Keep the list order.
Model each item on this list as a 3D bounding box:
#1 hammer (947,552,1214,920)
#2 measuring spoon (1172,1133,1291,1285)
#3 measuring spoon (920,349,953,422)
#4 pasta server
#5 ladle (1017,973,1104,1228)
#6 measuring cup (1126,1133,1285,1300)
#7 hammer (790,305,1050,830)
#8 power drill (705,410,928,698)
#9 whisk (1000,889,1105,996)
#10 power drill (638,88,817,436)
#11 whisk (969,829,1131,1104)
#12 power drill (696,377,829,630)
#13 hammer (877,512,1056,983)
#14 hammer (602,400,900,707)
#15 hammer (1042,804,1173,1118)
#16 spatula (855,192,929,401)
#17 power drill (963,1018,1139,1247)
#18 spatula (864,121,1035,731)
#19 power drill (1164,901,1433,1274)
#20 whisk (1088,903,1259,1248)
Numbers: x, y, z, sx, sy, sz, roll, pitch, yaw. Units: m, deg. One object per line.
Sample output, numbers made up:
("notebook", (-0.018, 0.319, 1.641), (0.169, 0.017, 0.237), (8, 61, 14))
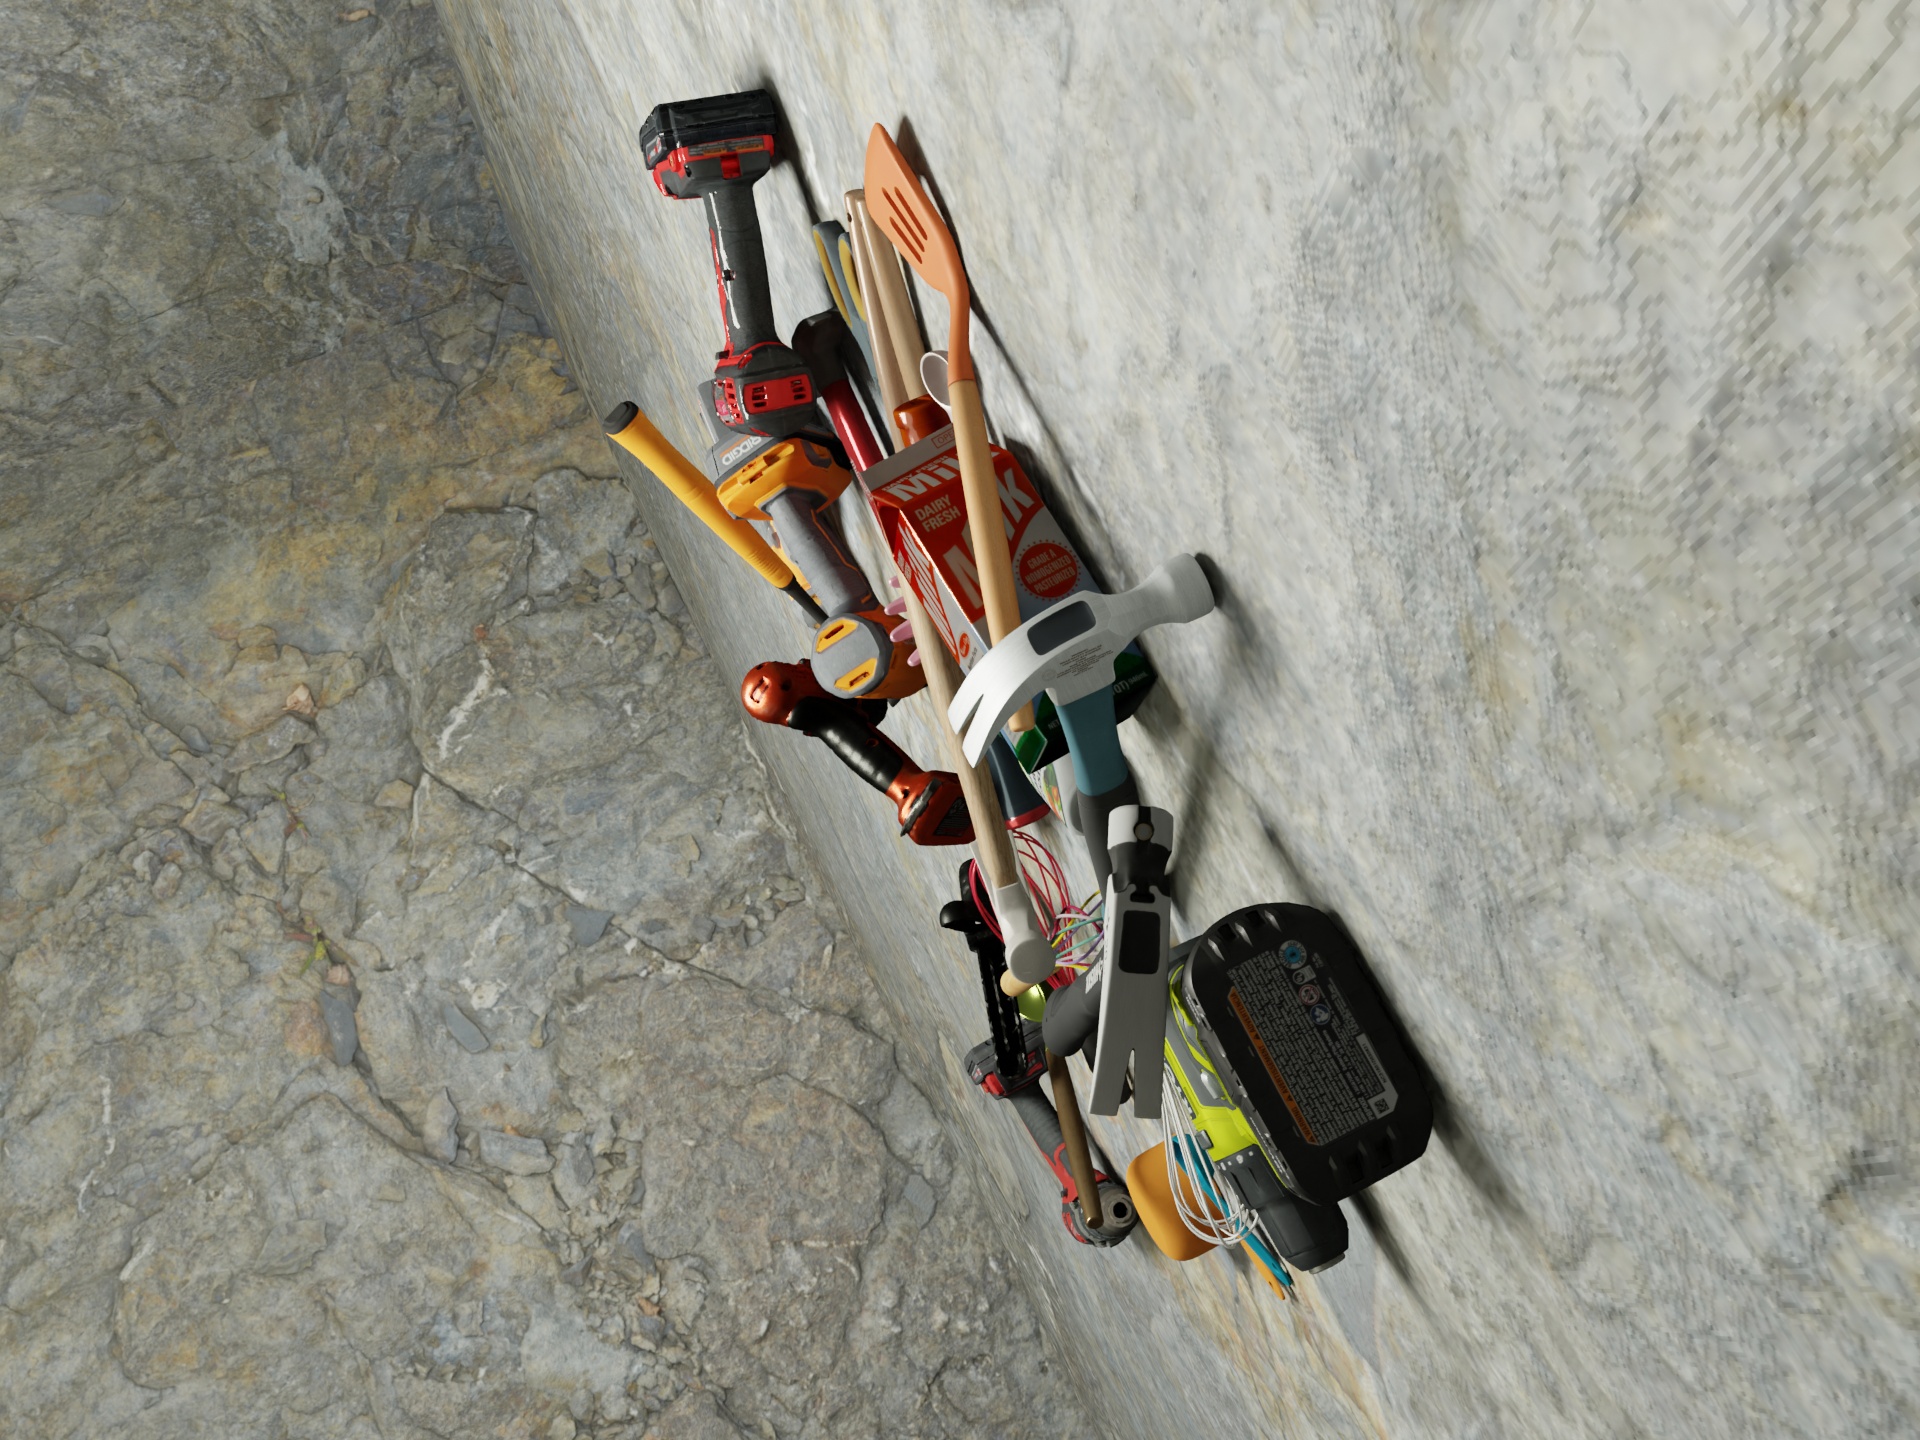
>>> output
("hammer", (0.077, 0.035, 0.836), (0.330, 0.128, 0.033), (69, 177, -59))
("measuring spoon", (0.197, 0.344, 1.132), (0.129, 0.021, 0.042), (49, 161, 27))
("measuring spoon", (0.014, -0.158, 0.915), (0.034, 0.018, 0.124), (6, 128, 57))
("pasta server", (-0.040, -0.174, 1.008), (0.060, 0.040, 0.316), (27, 138, 45))
("ladle", (0.068, 0.287, 1.277), (0.320, 0.062, 0.078), (-103, -6, -61))
("measuring cup", (0.178, 0.382, 1.180), (0.174, 0.052, 0.095), (46, 158, 63))
("hammer", (-0.025, -0.103, 1.127), (0.386, 0.038, 0.143), (66, 167, -2))
("power drill", (-0.092, -0.118, 1.224), (0.226, 0.084, 0.164), (62, -162, 11))
("whisk", (0.067, 0.165, 1.105), (0.047, 0.051, 0.245), (64, 159, 12))
("power drill", (-0.154, -0.304, 1.088), (0.143, 0.078, 0.219), (-149, 46, -70))
("whisk", (0.078, 0.198, 1.250), (0.295, 0.073, 0.073), (64, 170, -29))
("power drill", (-0.162, -0.211, 1.410), (0.226, 0.084, 0.186), (73, 174, -52))
("hammer", (-0.002, -0.003, 1.016), (0.130, 0.031, 0.331), (-113, 7, -76))
("hammer", (-0.162, -0.133, 1.289), (0.336, 0.034, 0.127), (45, 174, -38))
("hammer", (0.077, 0.161, 0.906), (0.334, 0.035, 0.146), (99, 176, -72))
("spatula", (-0.015, -0.172, 0.986), (0.060, 0.018, 0.315), (-117, 8, -55))
("power drill", (0.096, 0.400, 1.528), (0.227, 0.080, 0.187), (59, 167, 13))
("spatula", (-0.004, -0.150, 0.826), (0.081, 0.041, 0.323), (122, 139, -76))
("power drill", (0.162, 0.193, 0.823), (0.191, 0.080, 0.228), (63, 171, 16))
("whisk", (0.141, 0.241, 1.086), (0.246, 0.058, 0.059), (68, -161, 5))
